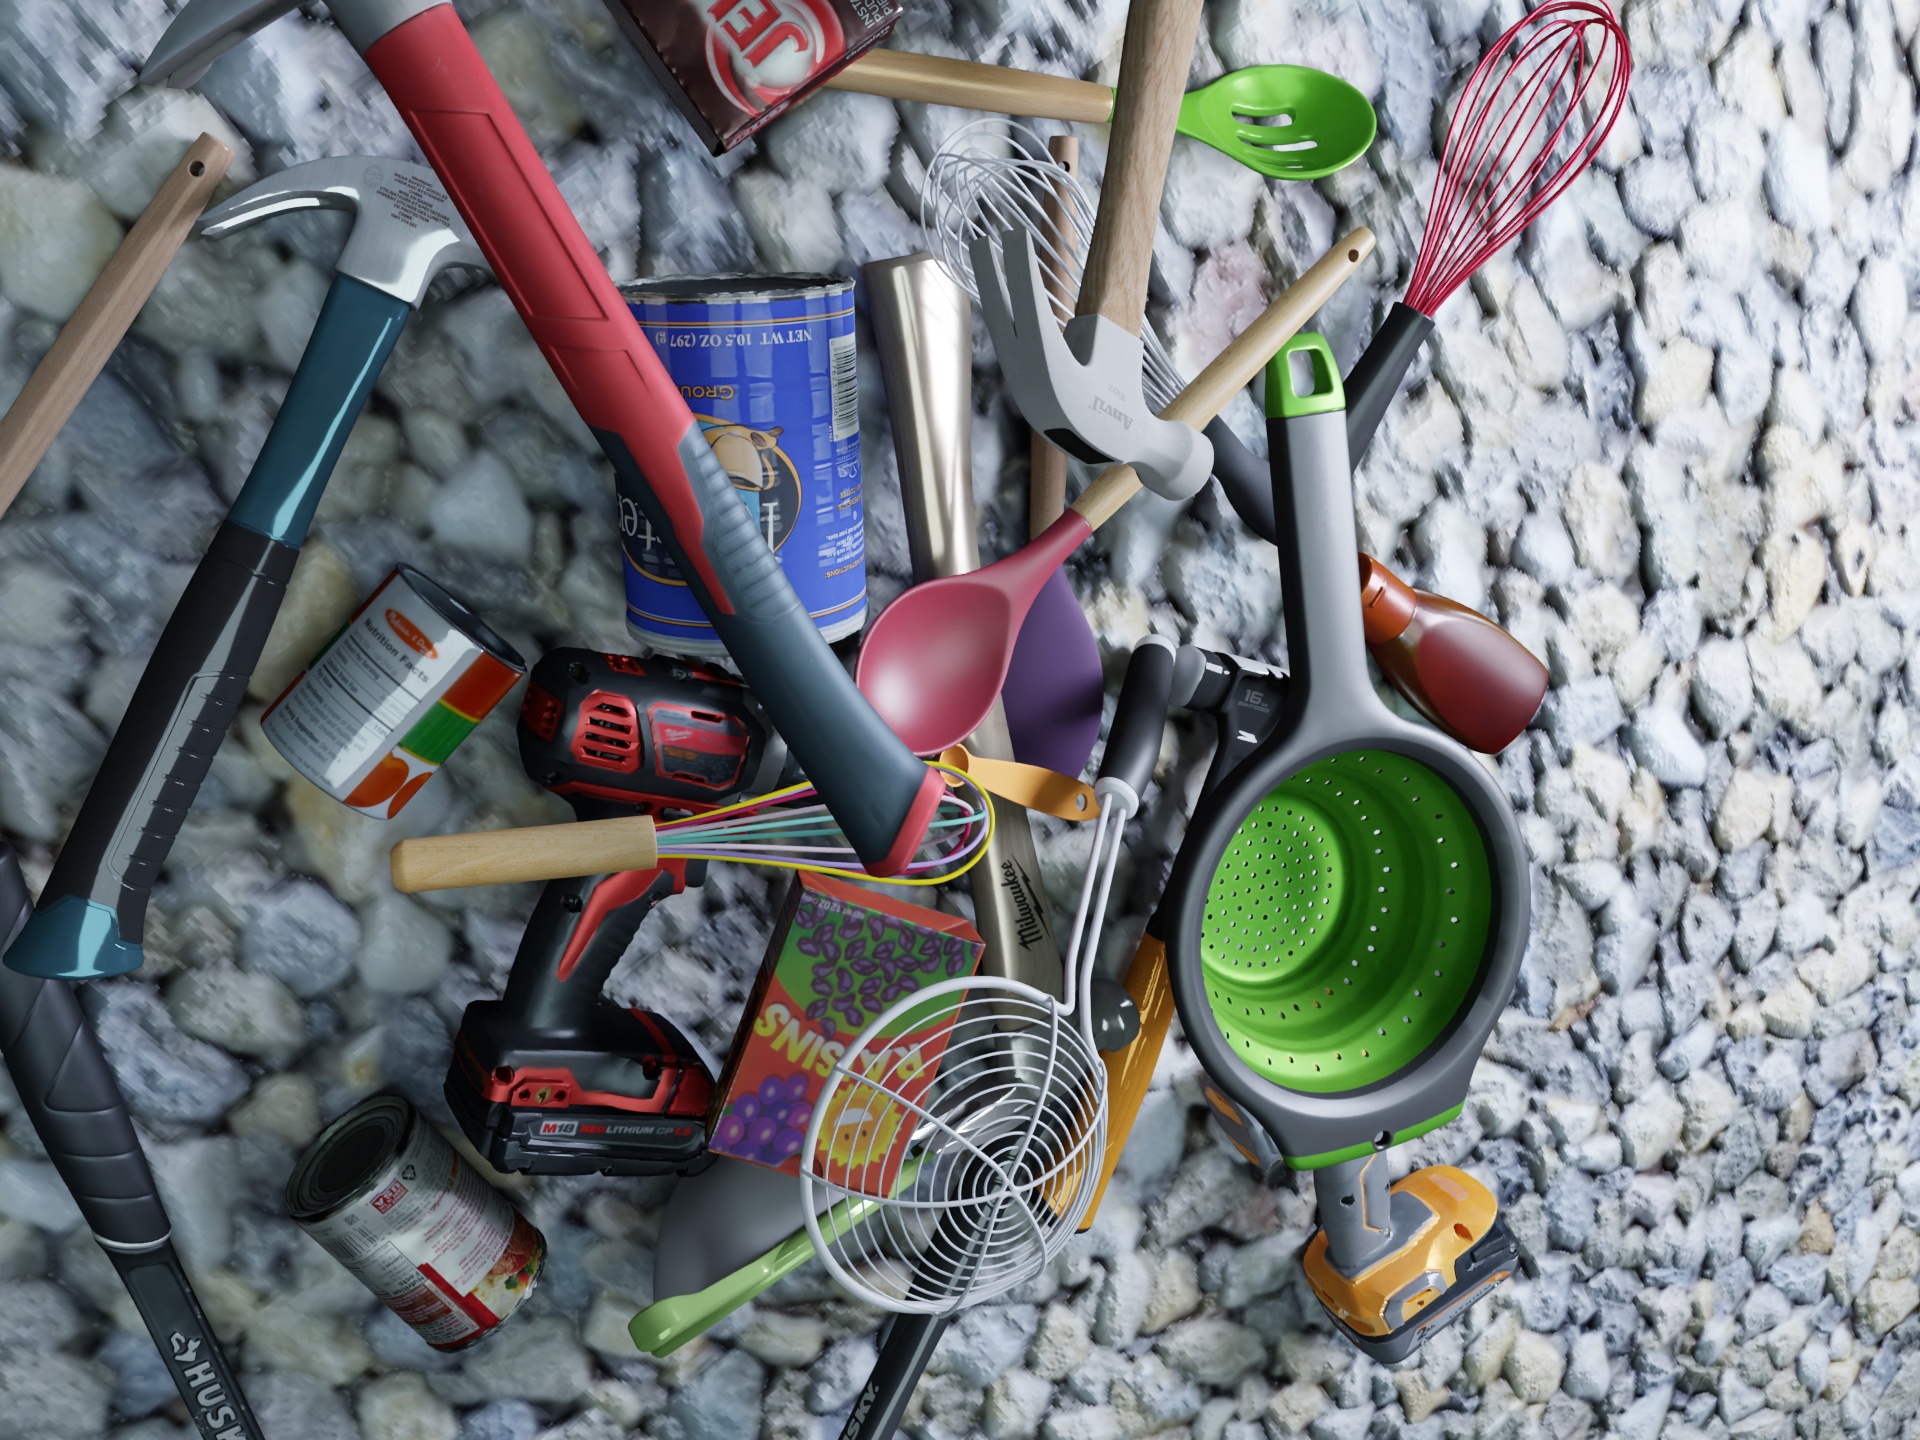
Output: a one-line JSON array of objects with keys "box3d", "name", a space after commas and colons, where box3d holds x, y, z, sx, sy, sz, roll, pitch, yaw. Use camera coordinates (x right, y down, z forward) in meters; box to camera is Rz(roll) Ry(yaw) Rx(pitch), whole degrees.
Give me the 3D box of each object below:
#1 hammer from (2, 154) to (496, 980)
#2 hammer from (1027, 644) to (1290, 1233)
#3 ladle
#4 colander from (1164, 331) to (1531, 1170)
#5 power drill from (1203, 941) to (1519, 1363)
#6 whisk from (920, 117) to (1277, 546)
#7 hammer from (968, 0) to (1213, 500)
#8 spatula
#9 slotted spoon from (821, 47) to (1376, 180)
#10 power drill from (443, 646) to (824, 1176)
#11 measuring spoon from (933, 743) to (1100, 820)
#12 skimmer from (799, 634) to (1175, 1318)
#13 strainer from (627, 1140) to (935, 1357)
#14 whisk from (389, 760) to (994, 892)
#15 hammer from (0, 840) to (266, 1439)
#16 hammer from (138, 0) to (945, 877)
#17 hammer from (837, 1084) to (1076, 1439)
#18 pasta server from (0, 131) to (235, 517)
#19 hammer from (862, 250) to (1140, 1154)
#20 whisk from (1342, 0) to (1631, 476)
[{"box3d": [-0.264, -0.056, 0.593, 0.128, 0.033, 0.331, 24, 86, -18], "name": "hammer"}, {"box3d": [0.117, 0.130, 0.870, 0.127, 0.034, 0.337, 14, 102, -27], "name": "hammer"}, {"box3d": [0.070, -0.106, 0.691, 0.315, 0.031, 0.069, -45, 115, -6], "name": "ladle"}, {"box3d": [0.165, 0.014, 0.786, 0.204, 0.094, 0.397, -12, 101, -20], "name": "colander"}, {"box3d": [0.261, 0.250, 0.955, 0.185, 0.084, 0.226, -32, 114, -13], "name": "power drill"}, {"box3d": [0.082, -0.158, 0.721, 0.284, 0.070, 0.070, 38, 90, -36], "name": "whisk"}, {"box3d": [0.077, -0.266, 0.648, 0.130, 0.031, 0.331, 19, 78, -43], "name": "hammer"}, {"box3d": [0.044, -0.111, 0.759, 0.059, 0.018, 0.315, -1, 109, -6], "name": "spatula"}, {"box3d": [0.039, -0.273, 0.692, 0.313, 0.031, 0.070, -1, 63, -20], "name": "slotted spoon"}, {"box3d": [-0.125, 0.086, 0.722, 0.187, 0.080, 0.226, 12, 99, -34], "name": "power drill"}, {"box3d": [0.027, 0.030, 0.736, 0.116, 0.011, 0.021, 18, 76, -45], "name": "measuring spoon"}, {"box3d": [0.033, 0.081, 0.689, 0.090, 0.363, 0.127, -23, 117, 30], "name": "skimmer"}, {"box3d": [-0.107, 0.228, 0.720, 0.151, 0.256, 0.069, -35, 77, 3], "name": "strainer"}, {"box3d": [-0.102, 0.051, 0.646, 0.245, 0.051, 0.047, -5, 107, -16], "name": "whisk"}, {"box3d": [-0.349, 0.237, 0.695, 0.149, 0.036, 0.408, -19, 114, -19], "name": "hammer"}, {"box3d": [-0.129, -0.101, 0.578, 0.143, 0.038, 0.386, -27, 105, 12], "name": "hammer"}, {"box3d": [-0.027, 0.323, 0.838, 0.035, 0.146, 0.335, 29, 83, -27], "name": "hammer"}, {"box3d": [-0.357, -0.080, 0.578, 0.060, 0.040, 0.316, 34, 91, -19], "name": "pasta server"}, {"box3d": [-0.001, -0.002, 0.735, 0.146, 0.038, 0.410, -24, 111, -39], "name": "hammer"}, {"box3d": [0.237, -0.220, 0.791, 0.073, 0.073, 0.296, 23, 104, -29], "name": "whisk"}]
